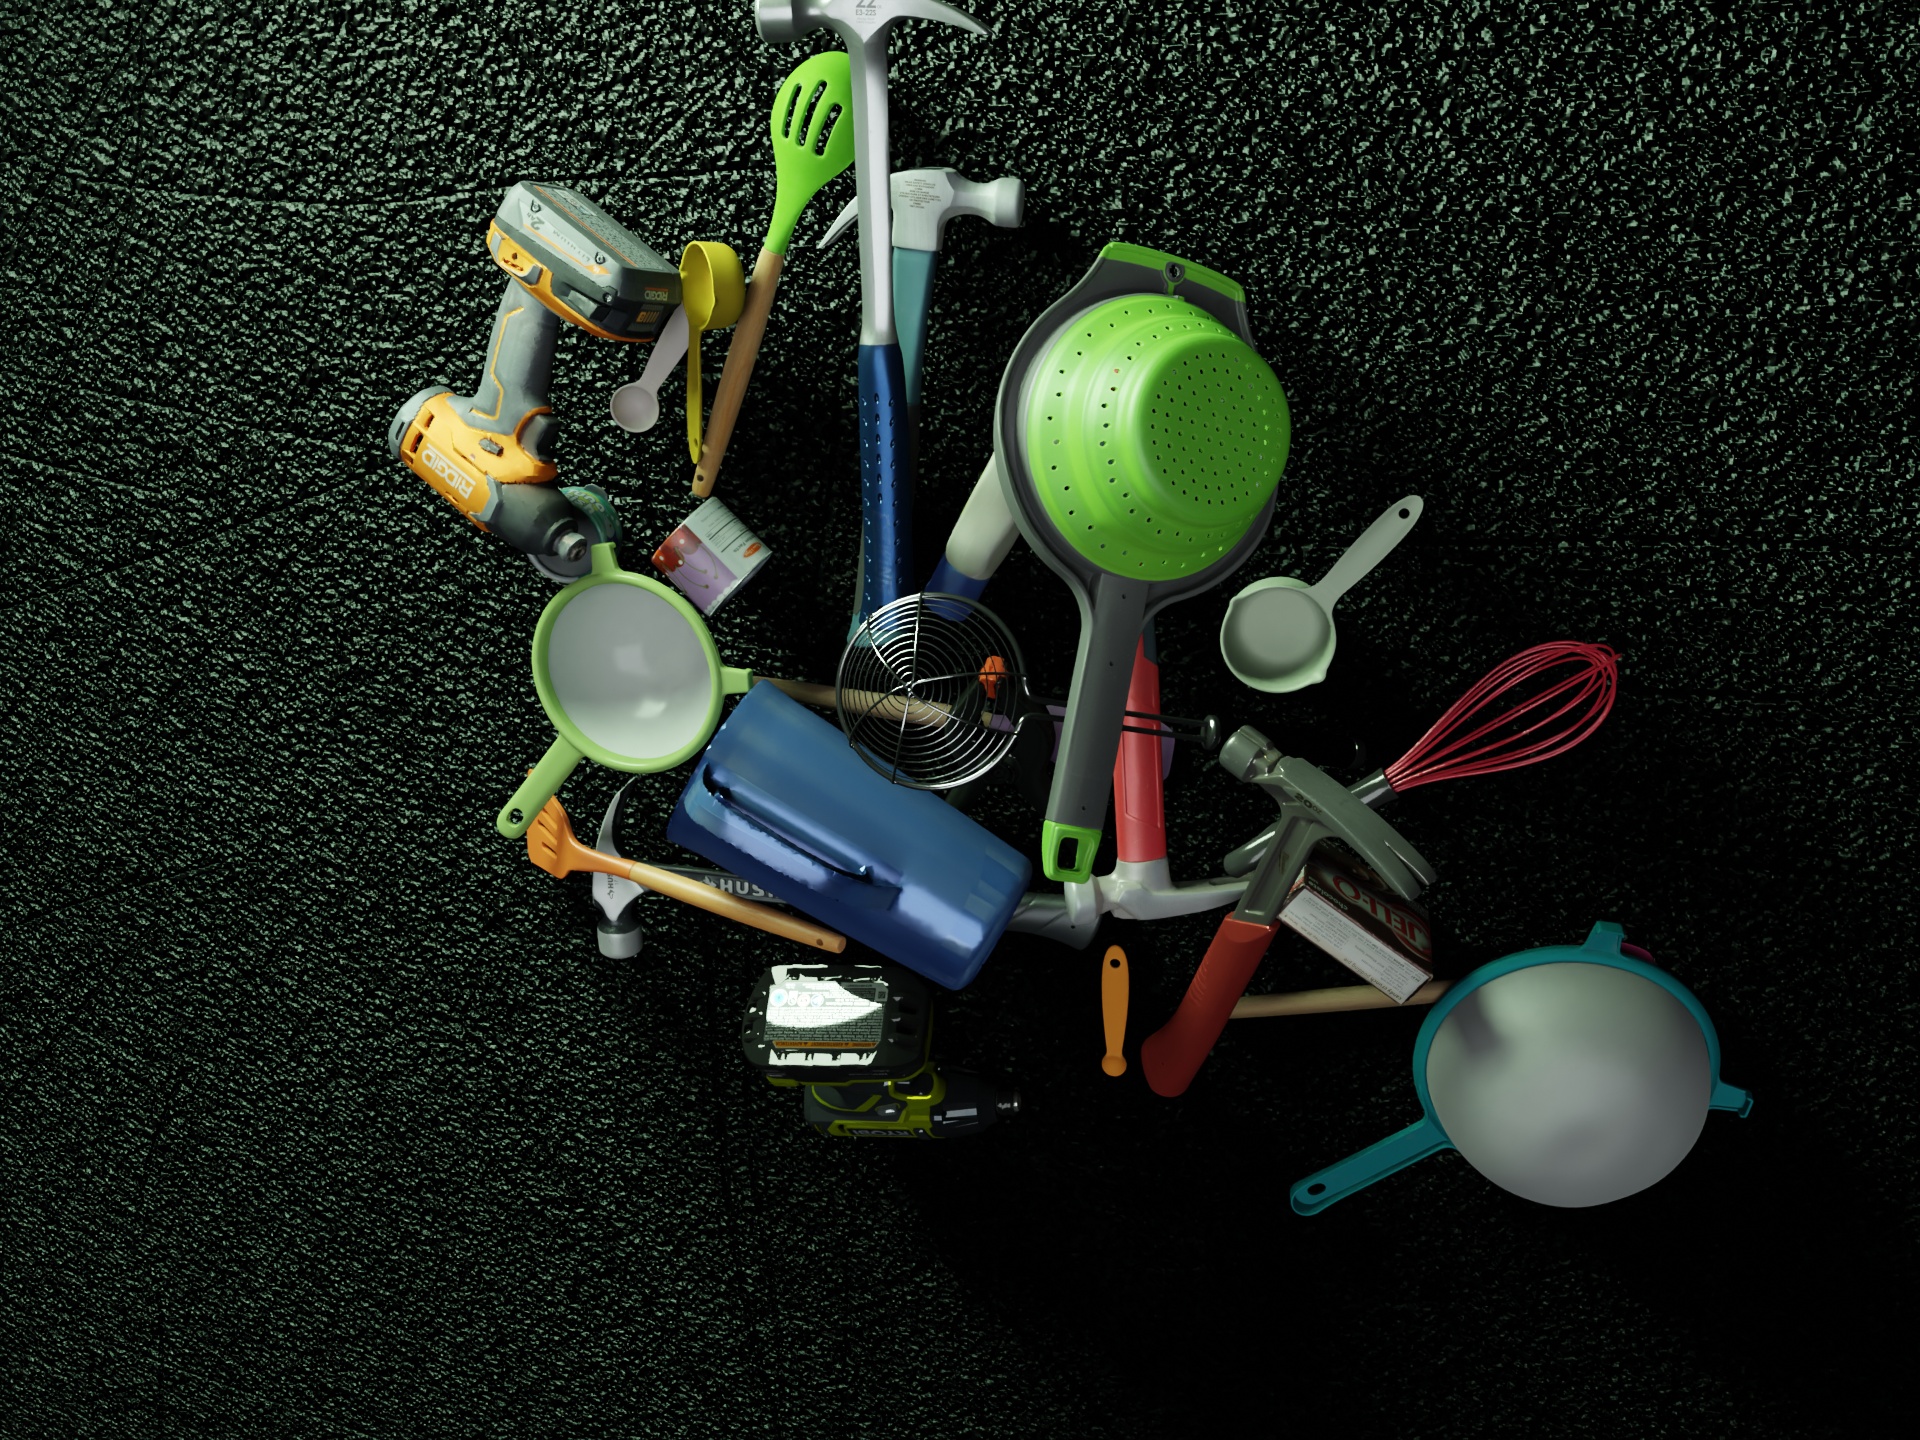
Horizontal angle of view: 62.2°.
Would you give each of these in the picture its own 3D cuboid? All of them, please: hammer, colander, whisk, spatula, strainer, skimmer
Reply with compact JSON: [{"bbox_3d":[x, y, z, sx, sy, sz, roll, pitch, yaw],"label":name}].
[{"bbox_3d":[-0.092,0.131,1.228,0.409,0.036,0.149,4,111,11],"label":"hammer"},{"bbox_3d":[0.115,-0.092,0.960,0.204,0.094,0.397,10,90,-23],"label":"colander"},{"bbox_3d":[0.306,0.032,1.069,0.296,0.073,0.073,-31,102,18],"label":"whisk"},{"bbox_3d":[0.197,0.165,1.093,0.149,0.037,0.358,42,143,24],"label":"hammer"},{"bbox_3d":[-0.041,-0.204,1.080,0.128,0.033,0.330,11,114,8],"label":"hammer"},{"bbox_3d":[-0.002,-0.004,1.160,0.316,0.018,0.059,9,118,8],"label":"spatula"},{"bbox_3d":[-0.264,-0.007,1.190,0.151,0.069,0.256,42,115,0],"label":"strainer"},{"bbox_3d":[-0.047,-0.254,1.023,0.144,0.035,0.405,3,113,10],"label":"hammer"},{"bbox_3d":[0.100,-0.002,1.064,0.363,0.090,0.127,8,90,-23],"label":"skimmer"},{"bbox_3d":[0.383,0.303,1.145,0.340,0.095,0.211,-35,106,23],"label":"strainer"},{"bbox_3d":[0.132,-0.048,1.093,0.143,0.038,0.386,-7,107,-6],"label":"hammer"},{"bbox_3d":[-0.219,0.117,1.193,0.323,0.041,0.081,15,112,26],"label":"spatula"}]

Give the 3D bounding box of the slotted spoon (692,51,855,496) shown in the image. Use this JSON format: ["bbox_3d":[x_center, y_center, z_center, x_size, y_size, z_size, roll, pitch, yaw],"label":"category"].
[{"bbox_3d":[-0.131,-0.290,1.069,0.070,0.031,0.313,30,117,14],"label":"slotted spoon"}]

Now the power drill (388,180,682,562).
[{"bbox_3d":[-0.282,-0.227,1.081,0.164,0.084,0.226,40,114,12],"label":"power drill"}]

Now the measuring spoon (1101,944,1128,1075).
[{"bbox_3d":[0.119,0.226,1.230,0.021,0.011,0.116,3,112,12],"label":"measuring spoon"}]

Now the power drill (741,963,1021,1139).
[{"bbox_3d":[-0.057,0.260,1.197,0.171,0.080,0.223,-3,149,16],"label":"power drill"}]

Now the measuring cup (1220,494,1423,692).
[{"bbox_3d":[0.244,-0.091,1.060,0.083,0.038,0.167,41,113,-5],"label":"measuring cup"}]

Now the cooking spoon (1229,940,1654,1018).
[{"bbox_3d":[0.338,0.199,1.165,0.319,0.017,0.068,-8,115,15],"label":"cooking spoon"}]

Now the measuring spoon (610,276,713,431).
[{"bbox_3d":[-0.204,-0.257,1.110,0.034,0.018,0.124,31,109,-15],"label":"measuring spoon"}]

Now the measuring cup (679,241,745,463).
[{"bbox_3d":[-0.169,-0.249,1.085,0.029,0.062,0.156,-13,129,-28],"label":"measuring cup"}]
